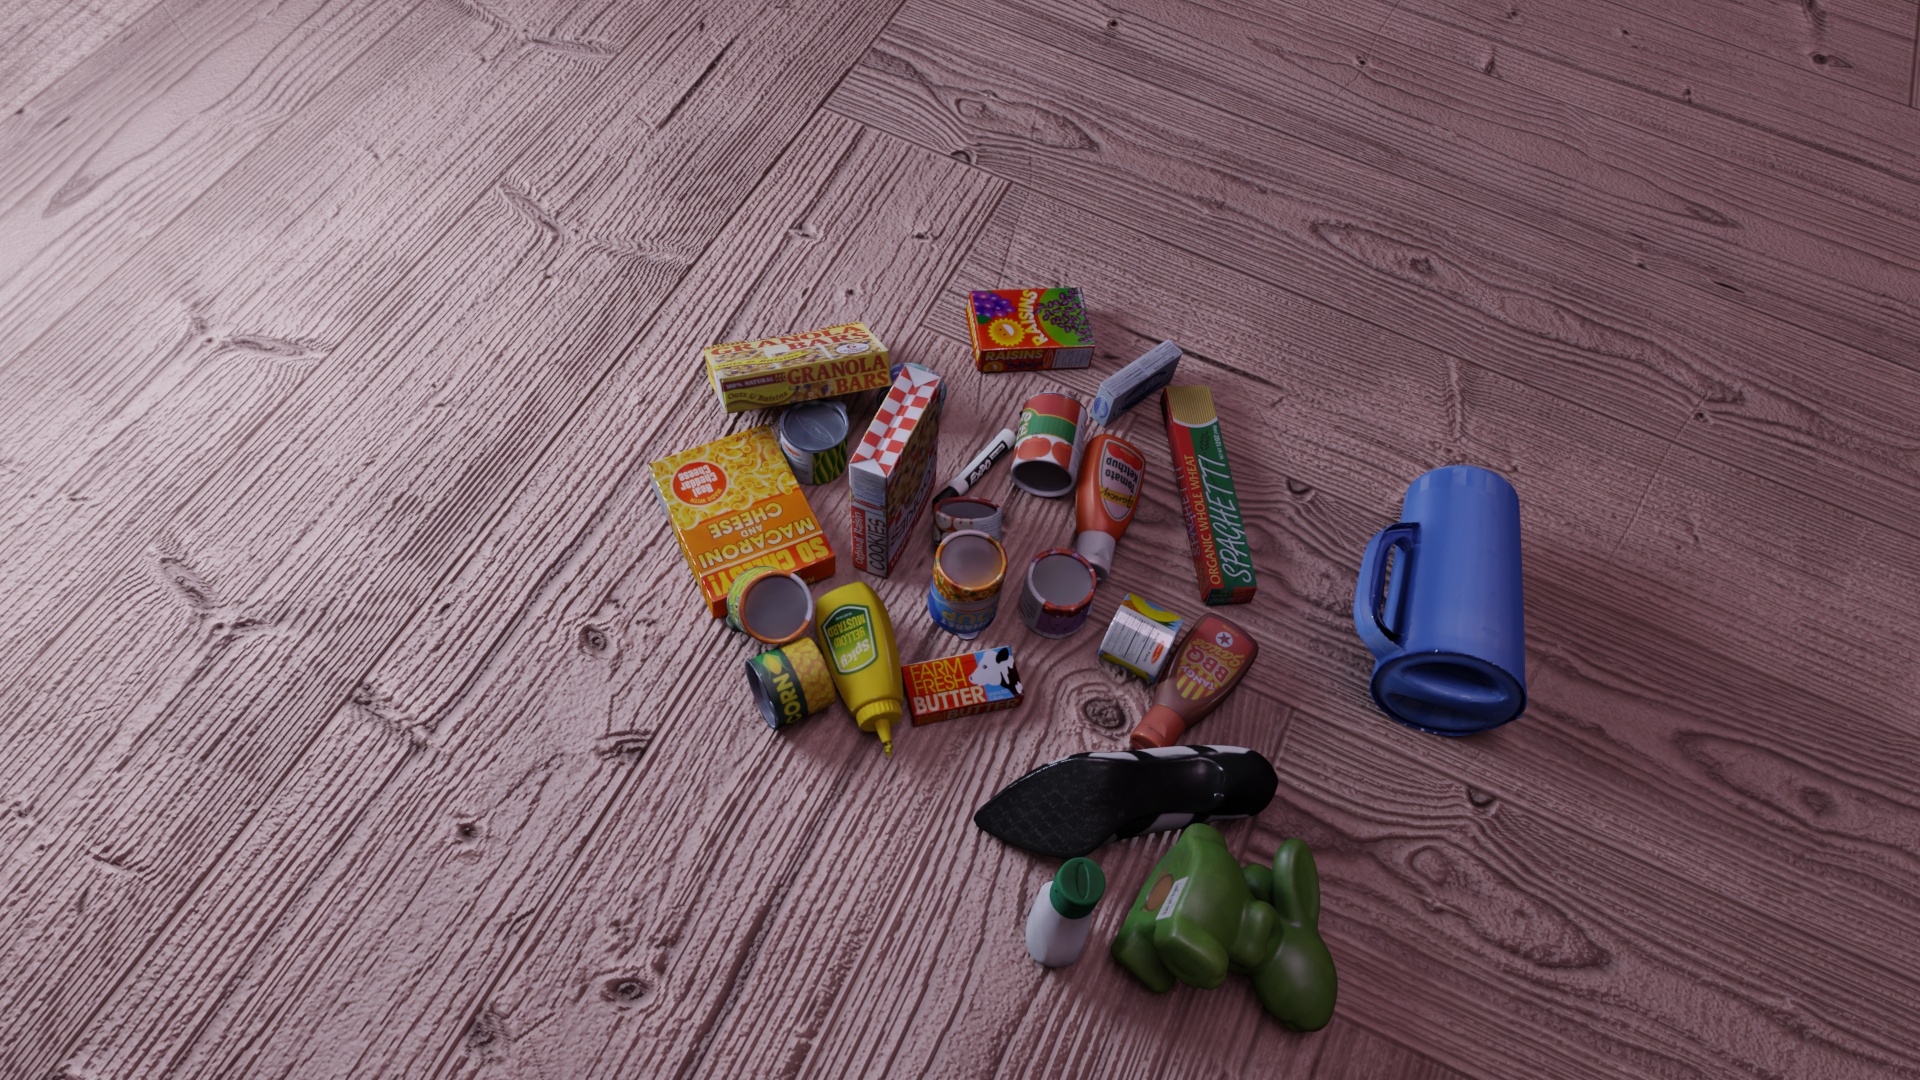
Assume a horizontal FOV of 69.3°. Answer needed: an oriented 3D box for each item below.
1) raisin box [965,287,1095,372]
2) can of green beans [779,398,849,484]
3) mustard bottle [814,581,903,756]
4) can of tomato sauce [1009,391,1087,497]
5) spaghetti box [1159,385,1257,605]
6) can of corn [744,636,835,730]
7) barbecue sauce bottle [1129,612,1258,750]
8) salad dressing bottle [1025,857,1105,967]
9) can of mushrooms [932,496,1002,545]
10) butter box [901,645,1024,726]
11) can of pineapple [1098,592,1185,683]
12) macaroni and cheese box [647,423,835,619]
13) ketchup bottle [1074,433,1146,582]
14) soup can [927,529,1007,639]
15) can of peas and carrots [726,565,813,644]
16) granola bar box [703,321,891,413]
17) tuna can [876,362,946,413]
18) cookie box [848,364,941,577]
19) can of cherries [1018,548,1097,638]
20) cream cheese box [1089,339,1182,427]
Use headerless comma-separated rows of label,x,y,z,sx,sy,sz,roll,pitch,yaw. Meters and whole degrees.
raisin box,0.073,-0.225,1.475,0.123,0.040,0.086,-3,59,-10
can of green beans,-0.143,-0.096,1.356,0.071,0.057,0.071,3,57,-5
mustard bottle,-0.082,0.116,1.228,0.065,0.048,0.161,-25,61,9
can of tomato sauce,0.086,-0.095,1.377,0.071,0.070,0.083,12,58,1
spaghetti box,0.246,-0.050,1.390,0.050,0.028,0.251,-2,58,-7
can of corn,-0.147,0.125,1.208,0.058,0.070,0.071,-22,63,-20
barbecue sauce bottle,0.208,0.135,1.258,0.065,0.043,0.149,35,61,14
salad dressing bottle,0.082,0.289,1.083,0.044,0.147,0.064,3,58,-5
can of mushrooms,0.005,-0.017,1.320,0.071,0.033,0.071,2,22,-1
butter box,0.001,0.130,1.248,0.104,0.024,0.053,-10,59,-13
can of pineapple,0.166,0.089,1.271,0.058,0.070,0.071,26,59,10
macaroni and cheese box,-0.206,-0.020,1.311,0.124,0.040,0.167,-21,62,-18
ketchup bottle,0.139,-0.030,1.352,0.064,0.043,0.149,30,55,-21
soup can,0.007,0.041,1.271,0.071,0.083,0.071,3,58,-5
can of peas and carrots,-0.170,0.058,1.224,0.071,0.058,0.071,-1,92,-20
granola bar box,-0.163,-0.173,1.379,0.166,0.039,0.124,-12,25,-14
tuna can,-0.047,-0.146,1.392,0.071,0.070,0.033,14,57,3
cookie box,-0.059,-0.060,1.279,0.040,0.166,0.123,20,58,10
can of cherries,0.092,0.048,1.291,0.071,0.058,0.072,3,58,-4
cream cheese box,0.182,-0.163,1.440,0.104,0.053,0.024,-35,69,-24
